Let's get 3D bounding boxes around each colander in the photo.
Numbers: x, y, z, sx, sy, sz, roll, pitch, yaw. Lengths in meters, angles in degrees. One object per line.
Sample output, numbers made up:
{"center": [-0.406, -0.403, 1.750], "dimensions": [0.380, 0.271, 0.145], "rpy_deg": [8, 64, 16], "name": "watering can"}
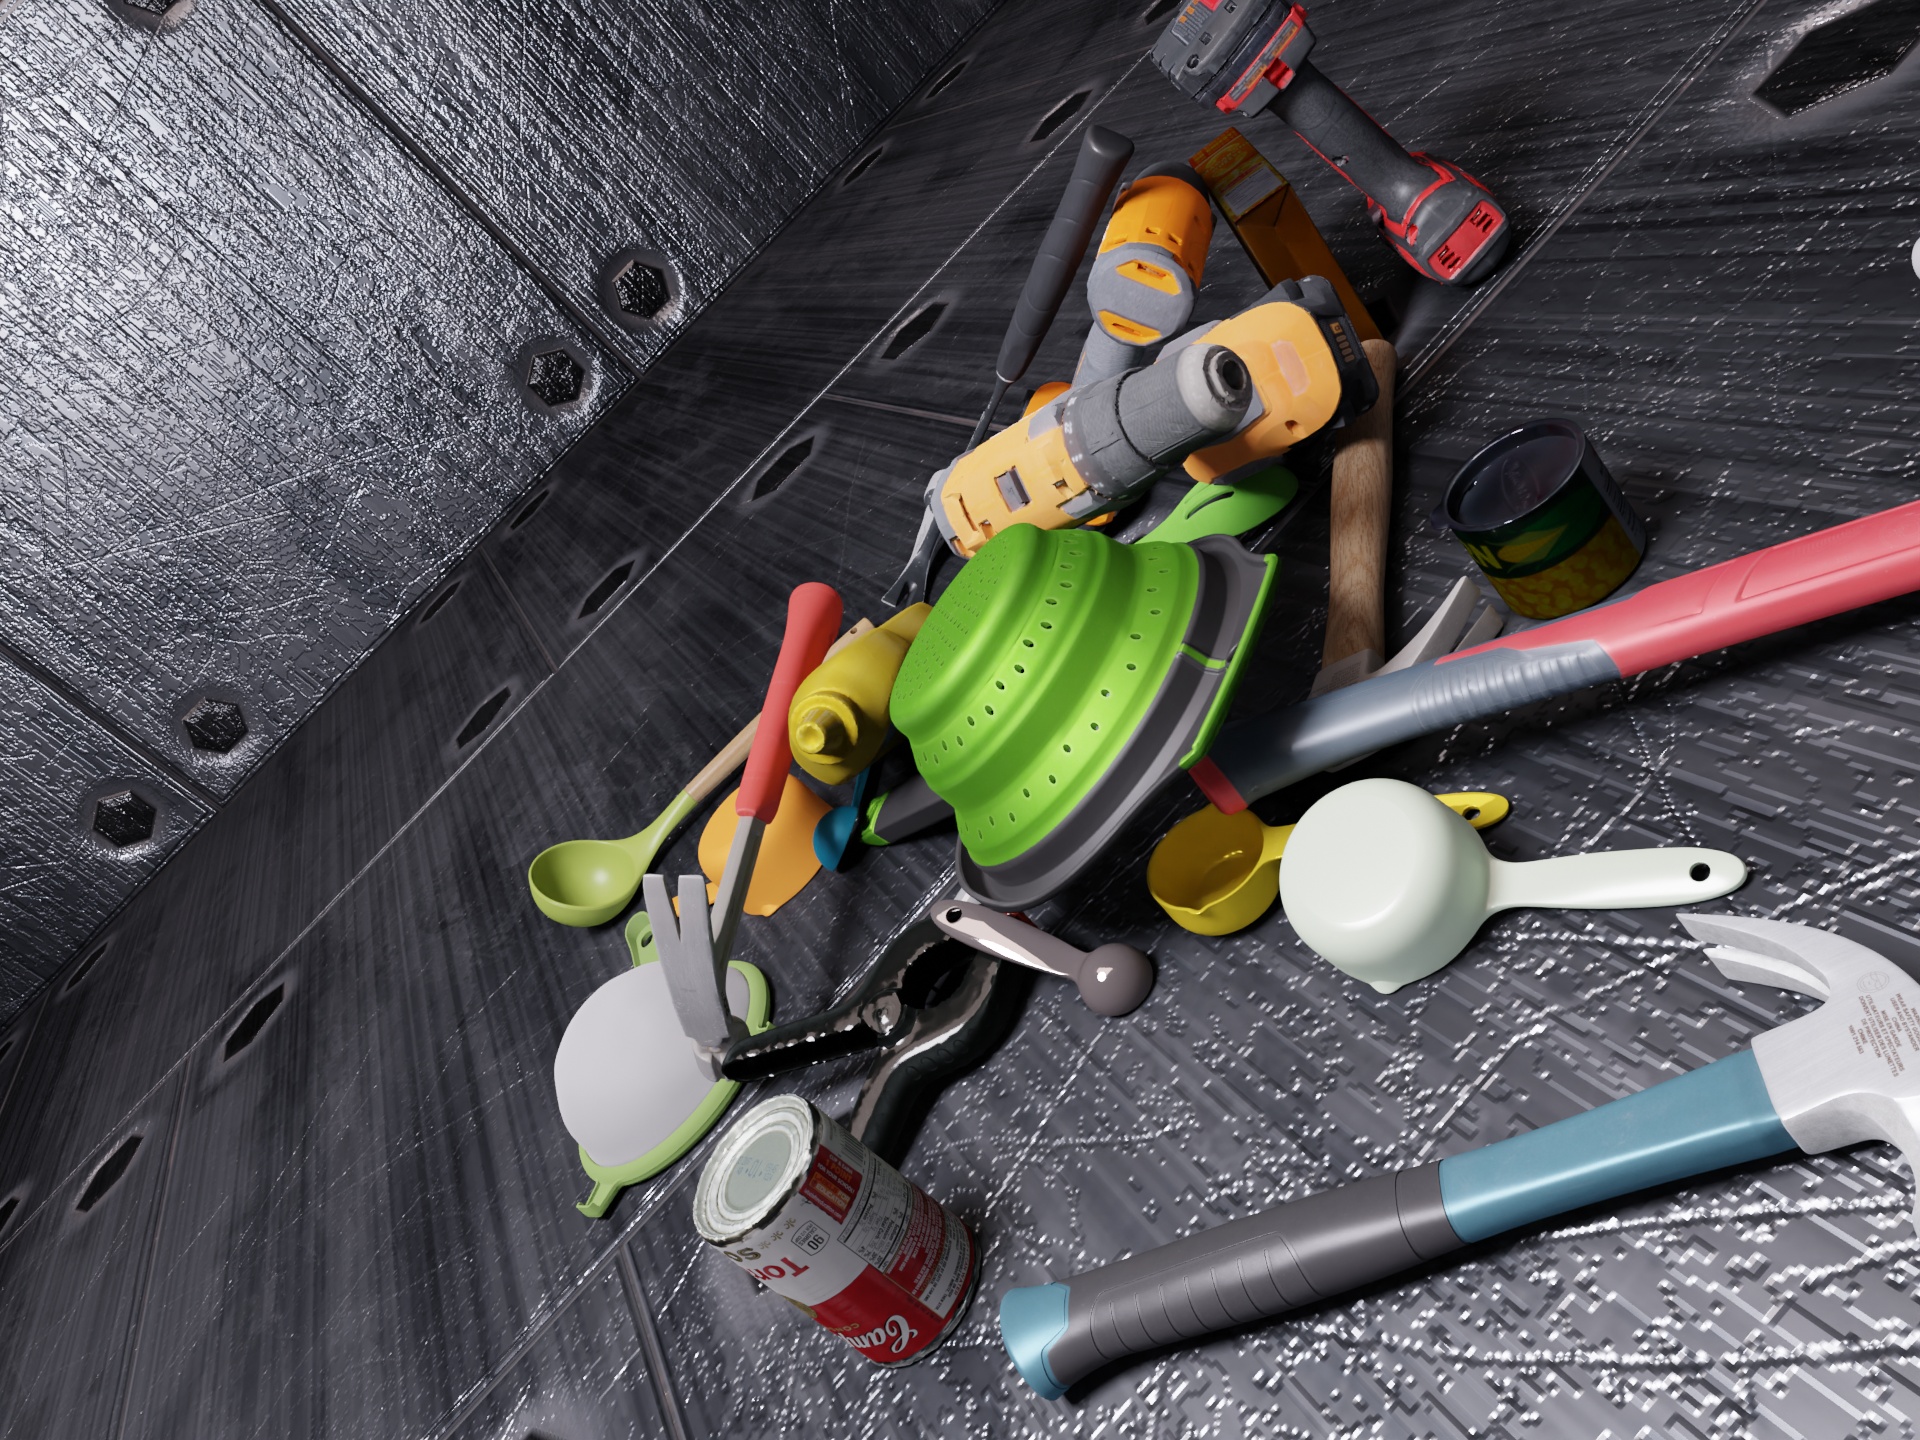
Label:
{"center": [-0.001, -0.003, 0.798], "dimensions": [0.397, 0.094, 0.205], "rpy_deg": [-30, 31, 61], "name": "colander"}

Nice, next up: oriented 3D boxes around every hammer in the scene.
{"center": [0.256, -0.044, 0.601], "dimensions": [0.386, 0.038, 0.143], "rpy_deg": [-20, 33, 34], "name": "hammer"}
{"center": [0.145, 0.158, 0.506], "dimensions": [0.331, 0.033, 0.128], "rpy_deg": [-30, 30, 29], "name": "hammer"}
{"center": [0.205, -0.100, 0.808], "dimensions": [0.130, 0.031, 0.332], "rpy_deg": [-27, 30, 35], "name": "hammer"}
{"center": [-0.116, 0.025, 0.932], "dimensions": [0.037, 0.149, 0.359], "rpy_deg": [0, 40, 7], "name": "hammer"}
{"center": [0.026, -0.222, 1.050], "dimensions": [0.408, 0.036, 0.149], "rpy_deg": [119, 173, -55], "name": "hammer"}

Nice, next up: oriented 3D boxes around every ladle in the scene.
{"center": [-0.186, 0.032, 1.177], "dimensions": [0.320, 0.062, 0.078], "rpy_deg": [-44, 52, -5], "name": "ladle"}

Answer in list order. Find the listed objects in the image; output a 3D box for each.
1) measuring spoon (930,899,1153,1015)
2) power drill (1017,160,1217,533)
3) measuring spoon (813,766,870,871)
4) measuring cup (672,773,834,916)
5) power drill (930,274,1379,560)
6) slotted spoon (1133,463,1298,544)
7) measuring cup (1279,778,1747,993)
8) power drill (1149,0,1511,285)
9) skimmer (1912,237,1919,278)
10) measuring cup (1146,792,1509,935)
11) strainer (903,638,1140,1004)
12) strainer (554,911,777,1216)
{"center": [0.032, 0.102, 0.729], "dimensions": [0.124, 0.018, 0.034], "rpy_deg": [16, 64, 37], "name": "measuring spoon"}
{"center": [0.096, -0.235, 1.001], "dimensions": [0.226, 0.084, 0.164], "rpy_deg": [113, 177, -46], "name": "power drill"}
{"center": [-0.074, 0.045, 1.008], "dimensions": [0.129, 0.021, 0.042], "rpy_deg": [-78, 11, -55], "name": "measuring spoon"}
{"center": [-0.159, 0.090, 1.045], "dimensions": [0.173, 0.052, 0.095], "rpy_deg": [-25, 32, 33], "name": "measuring cup"}
{"center": [0.116, -0.155, 0.789], "dimensions": [0.226, 0.084, 0.185], "rpy_deg": [-28, 4, -38], "name": "power drill"}
{"center": [0.069, -0.080, 0.990], "dimensions": [0.314, 0.031, 0.070], "rpy_deg": [-30, 27, 33], "name": "slotted spoon"}
{"center": [0.190, 0.054, 0.574], "dimensions": [0.167, 0.038, 0.083], "rpy_deg": [-9, 60, 44], "name": "measuring cup"}
{"center": [0.222, -0.350, 0.942], "dimensions": [0.078, 0.219, 0.143], "rpy_deg": [-49, 20, 23], "name": "power drill"}
{"center": [0.482, -0.168, 0.494], "dimensions": [0.127, 0.090, 0.363], "rpy_deg": [-54, 16, -11], "name": "skimmer"}
{"center": [0.154, 0.057, 0.667], "dimensions": [0.156, 0.029, 0.062], "rpy_deg": [-14, 40, 30], "name": "measuring cup"}
{"center": [0.037, 0.050, 0.827], "dimensions": [0.258, 0.050, 0.087], "rpy_deg": [-56, 28, -10], "name": "strainer"}
{"center": [-0.200, 0.169, 0.970], "dimensions": [0.151, 0.069, 0.257], "rpy_deg": [-44, 27, 3], "name": "strainer"}
